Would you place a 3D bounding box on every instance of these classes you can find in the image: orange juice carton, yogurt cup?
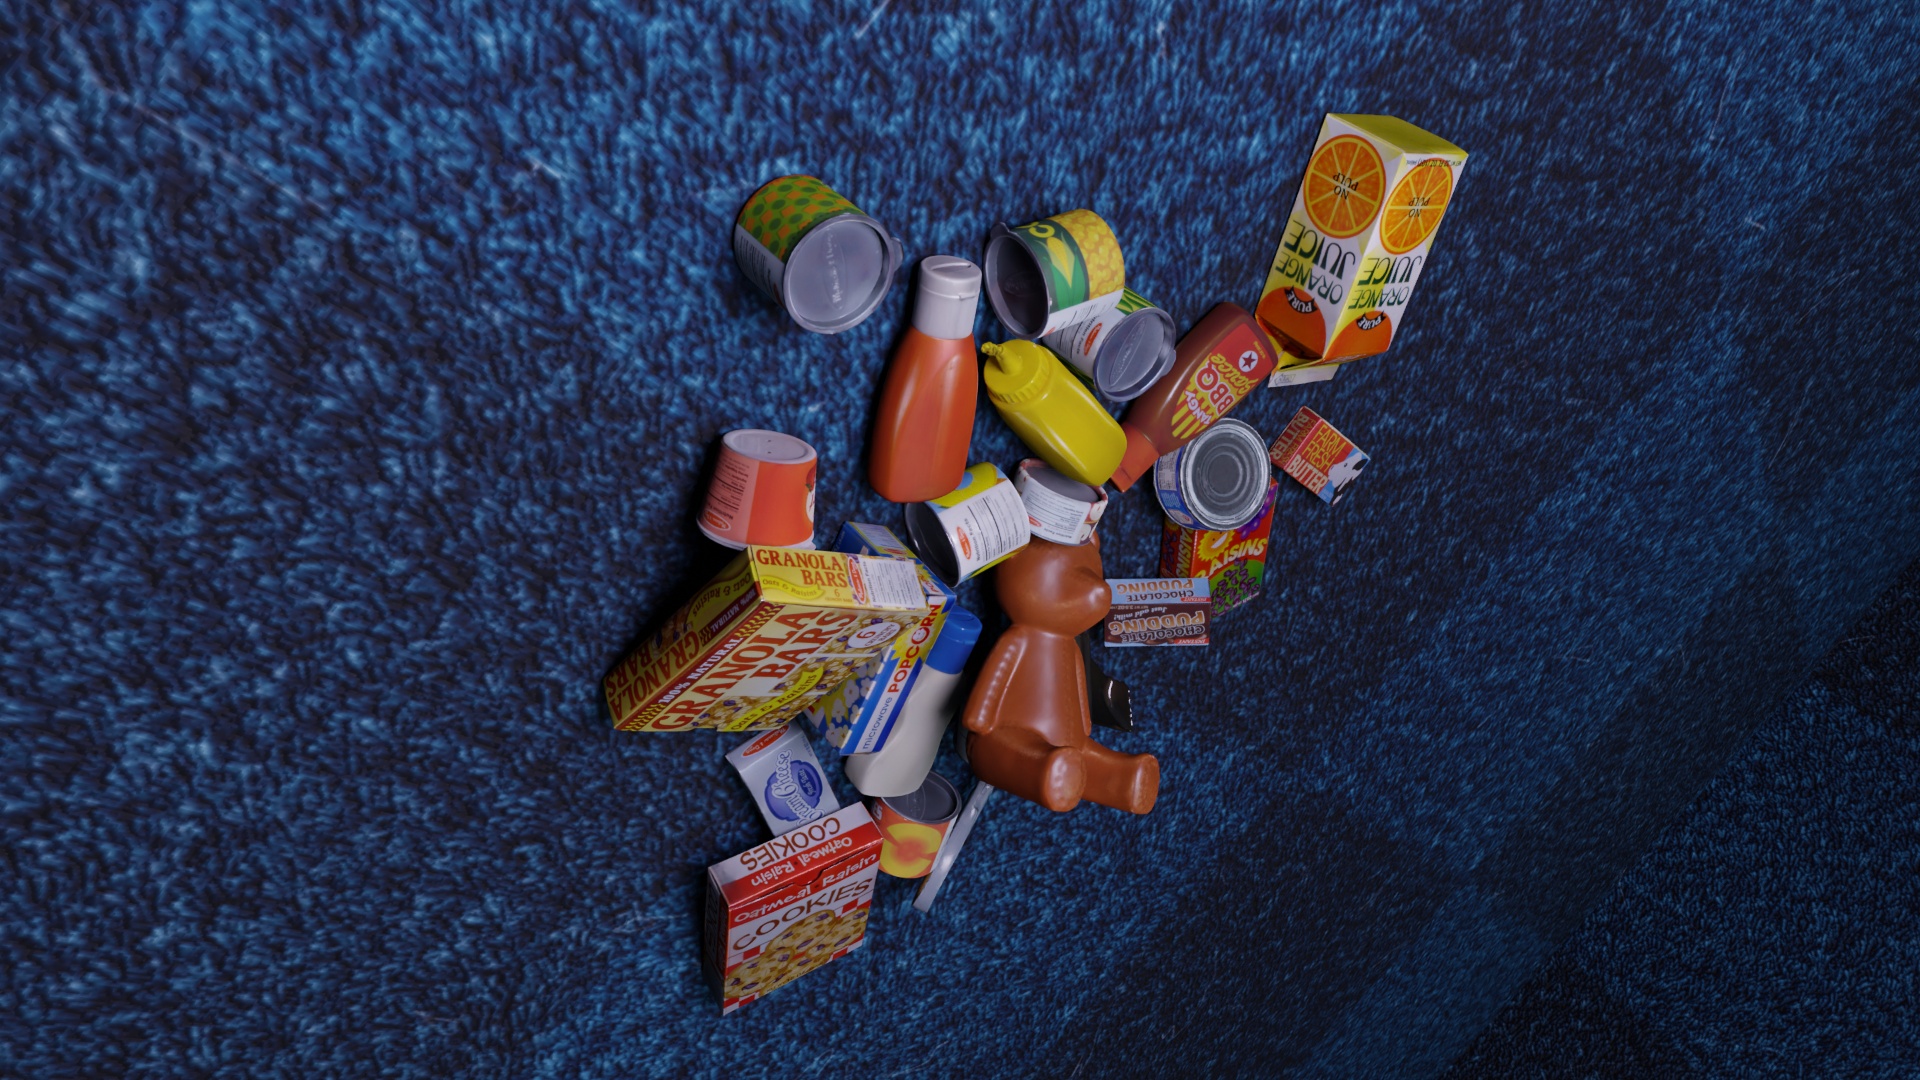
[{"bbox_3d":[0.273,-0.195,0.979,0.072,0.073,0.191,-10,129,-35],"label":"orange juice carton"},{"bbox_3d":[-0.113,-0.030,0.792,0.072,0.072,0.053,-5,117,-38],"label":"yogurt cup"}]

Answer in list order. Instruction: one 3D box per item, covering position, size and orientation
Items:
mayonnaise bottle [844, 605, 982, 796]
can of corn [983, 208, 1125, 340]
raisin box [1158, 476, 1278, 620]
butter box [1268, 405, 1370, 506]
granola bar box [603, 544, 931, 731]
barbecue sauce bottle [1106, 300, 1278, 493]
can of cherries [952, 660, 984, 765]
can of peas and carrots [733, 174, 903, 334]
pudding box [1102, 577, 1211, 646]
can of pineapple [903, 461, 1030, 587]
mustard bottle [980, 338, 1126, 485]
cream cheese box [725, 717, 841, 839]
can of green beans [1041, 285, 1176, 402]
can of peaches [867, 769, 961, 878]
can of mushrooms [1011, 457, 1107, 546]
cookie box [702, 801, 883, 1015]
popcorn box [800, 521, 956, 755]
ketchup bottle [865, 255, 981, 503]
[{"bbox_3d":[-0.030,0.116,1.003,0.065,0.041,0.147,6,117,-44],"label":"mayonnaise bottle"},{"bbox_3d":[0.055,-0.161,0.827,0.058,0.071,0.070,-23,135,-26],"label":"can of corn"},{"bbox_3d":[0.204,0.005,1.113,0.086,0.040,0.122,-24,137,-23],"label":"raisin box"},{"bbox_3d":[0.294,-0.068,1.141,0.103,0.024,0.053,24,104,-49],"label":"butter box"},{"bbox_3d":[-0.117,0.064,0.830,0.124,0.039,0.165,7,145,-44],"label":"granola bar box"},{"bbox_3d":[0.154,-0.097,0.980,0.148,0.044,0.064,-44,128,-2],"label":"barbecue sauce bottle"},{"bbox_3d":[0.030,0.130,1.048,0.072,0.072,0.058,-20,132,-28],"label":"can of cherries"},{"bbox_3d":[-0.075,-0.151,0.727,0.071,0.059,0.070,-24,135,-25],"label":"can of peas and carrots"},{"bbox_3d":[0.153,0.056,1.087,0.084,0.030,0.049,-1,133,5],"label":"pudding box"},{"bbox_3d":[0.003,-0.011,0.907,0.058,0.071,0.070,-27,137,-22],"label":"can of pineapple"},{"bbox_3d":[0.053,-0.087,0.877,0.049,0.065,0.160,-56,146,-4],"label":"mustard bottle"},{"bbox_3d":[-0.124,0.170,0.979,0.053,0.024,0.103,-32,138,-14],"label":"cream cheese box"},{"bbox_3d":[0.094,-0.131,0.890,0.071,0.058,0.071,-23,135,-25],"label":"can of green beans"},{"bbox_3d":[-0.041,0.212,1.055,0.071,0.071,0.057,-5,126,-38],"label":"can of peaches"},{"bbox_3d":[0.065,-0.028,0.947,0.071,0.071,0.033,1,121,-41],"label":"can of mushrooms"},{"bbox_3d":[-0.126,0.274,1.029,0.123,0.040,0.166,-20,144,-27],"label":"cookie box"},{"bbox_3d":[-0.063,0.063,0.894,0.038,0.085,0.126,5,118,-45],"label":"popcorn box"},{"bbox_3d":[-0.017,-0.095,0.835,0.065,0.043,0.148,-16,131,-36],"label":"ketchup bottle"}]
